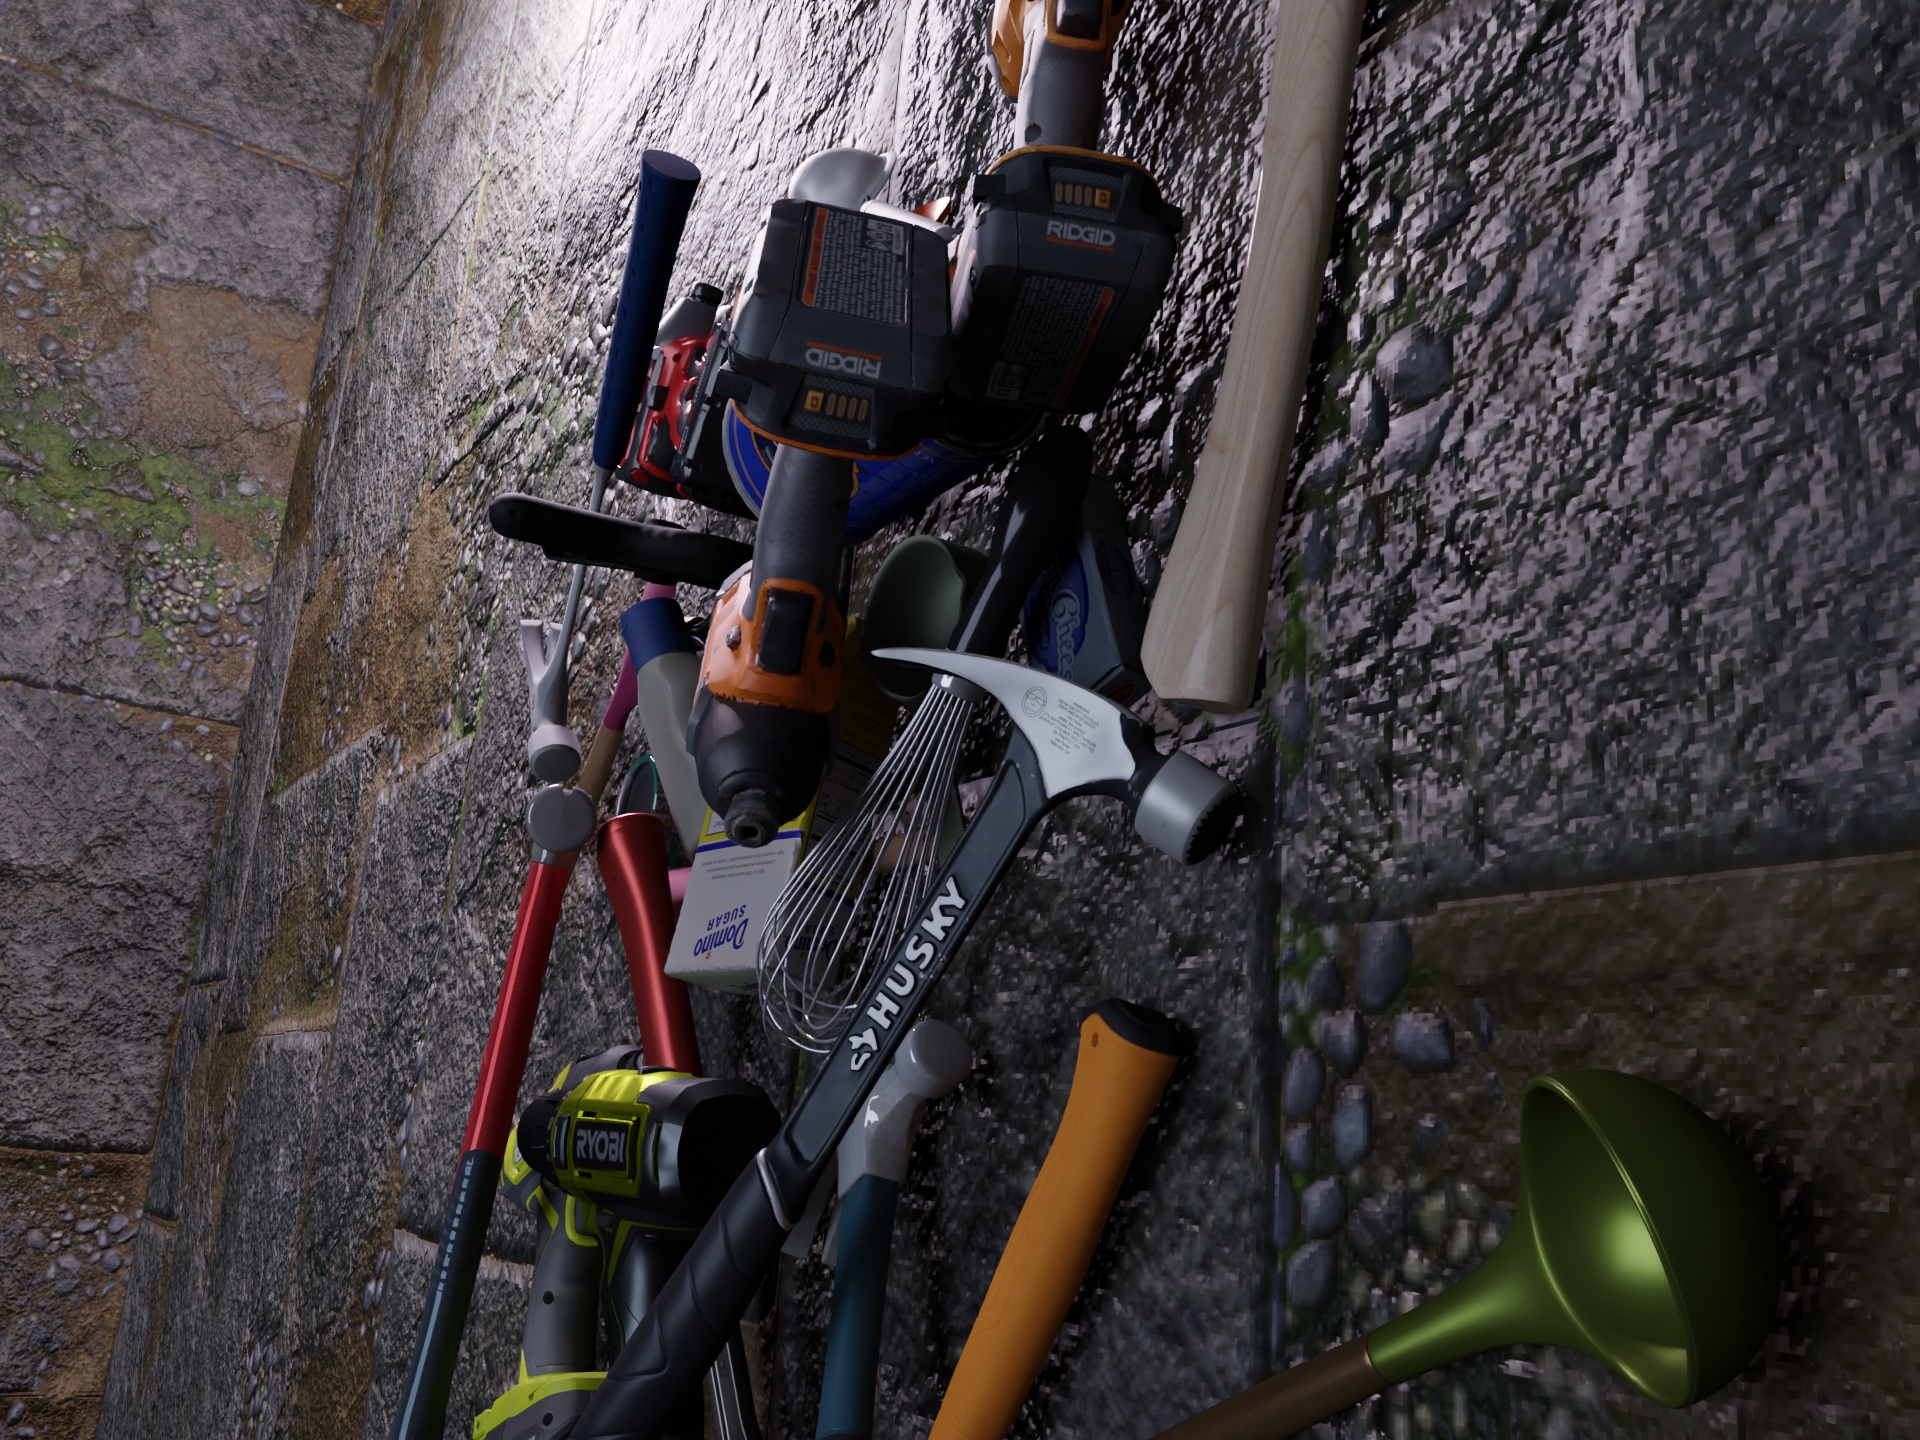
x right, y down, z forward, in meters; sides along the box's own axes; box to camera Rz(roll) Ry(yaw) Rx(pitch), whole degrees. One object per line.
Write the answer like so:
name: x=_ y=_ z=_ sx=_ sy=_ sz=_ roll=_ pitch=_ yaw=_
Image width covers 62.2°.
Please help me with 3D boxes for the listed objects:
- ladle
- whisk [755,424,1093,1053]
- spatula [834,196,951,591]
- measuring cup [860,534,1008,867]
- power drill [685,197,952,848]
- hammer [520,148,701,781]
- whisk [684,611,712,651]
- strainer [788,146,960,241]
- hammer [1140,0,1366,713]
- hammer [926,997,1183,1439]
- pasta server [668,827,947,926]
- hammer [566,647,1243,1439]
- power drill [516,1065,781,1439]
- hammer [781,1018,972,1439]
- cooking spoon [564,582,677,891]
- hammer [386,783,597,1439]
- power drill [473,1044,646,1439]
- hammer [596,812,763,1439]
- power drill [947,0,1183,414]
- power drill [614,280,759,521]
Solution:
ladle: x=0.096 y=0.192 z=0.456 sx=0.320 sy=0.062 sz=0.078 roll=-49 pitch=46 yaw=40
whisk: x=-0.013 y=0.010 z=0.652 sx=0.070 sy=0.070 sz=0.284 roll=36 pitch=104 yaw=56
spatula: x=-0.059 y=-0.129 z=0.863 sx=0.081 sy=0.041 sz=0.322 roll=1 pitch=83 yaw=56
measuring cup: x=-0.001 y=-0.002 z=0.711 sx=0.083 sy=0.038 sz=0.168 roll=-31 pitch=62 yaw=46
power drill: x=-0.063 y=-0.068 z=0.628 sx=0.164 sy=0.084 sz=0.226 roll=-92 pitch=14 yaw=-53
hammer: x=-0.227 y=-0.158 z=1.003 sx=0.144 sy=0.035 sz=0.405 roll=-113 pitch=36 yaw=-47
whisk: x=-0.154 y=-0.050 z=0.961 sx=0.245 sy=0.051 sz=0.047 roll=8 pitch=90 yaw=61
strainer: x=-0.049 y=-0.278 z=0.869 sx=0.087 sy=0.050 sz=0.259 roll=-49 pitch=33 yaw=3
hammer: x=0.130 y=-0.206 z=0.581 sx=0.146 sy=0.038 sz=0.411 roll=1 pitch=79 yaw=56
hammer: x=0.005 y=0.259 z=0.575 sx=0.127 sy=0.034 sz=0.337 roll=-133 pitch=64 yaw=-71
pasta server: x=-0.093 y=0.086 z=0.827 sx=0.316 sy=0.040 sz=0.060 roll=-19 pitch=62 yaw=49
hammer: x=-0.063 y=0.157 z=0.602 sx=0.149 sy=0.036 sz=0.409 roll=35 pitch=96 yaw=27
power drill: x=-0.154 y=0.272 z=0.716 sx=0.190 sy=0.080 sz=0.229 roll=-15 pitch=70 yaw=51
hammer: x=-0.045 y=0.282 z=0.589 sx=0.128 sy=0.033 sz=0.331 roll=127 pitch=157 yaw=-44
cooking spoon: x=-0.236 y=0.022 z=1.050 sx=0.318 sy=0.017 sz=0.069 roll=-63 pitch=31 yaw=32
hammer: x=-0.266 y=0.229 z=0.899 sx=0.143 sy=0.038 sz=0.386 roll=157 pitch=126 yaw=-75
power drill: x=-0.205 y=0.299 z=0.870 sx=0.171 sy=0.080 sz=0.223 roll=-45 pitch=39 yaw=41
hammer: x=-0.132 y=0.204 z=0.790 sx=0.149 sy=0.036 sz=0.359 roll=-45 pitch=51 yaw=41
power drill: x=0.047 y=-0.264 z=0.646 sx=0.185 sy=0.084 sz=0.226 roll=118 pitch=158 yaw=-70
power drill: x=-0.153 y=-0.202 z=0.992 sx=0.220 sy=0.078 sz=0.143 roll=29 pitch=103 yaw=61
